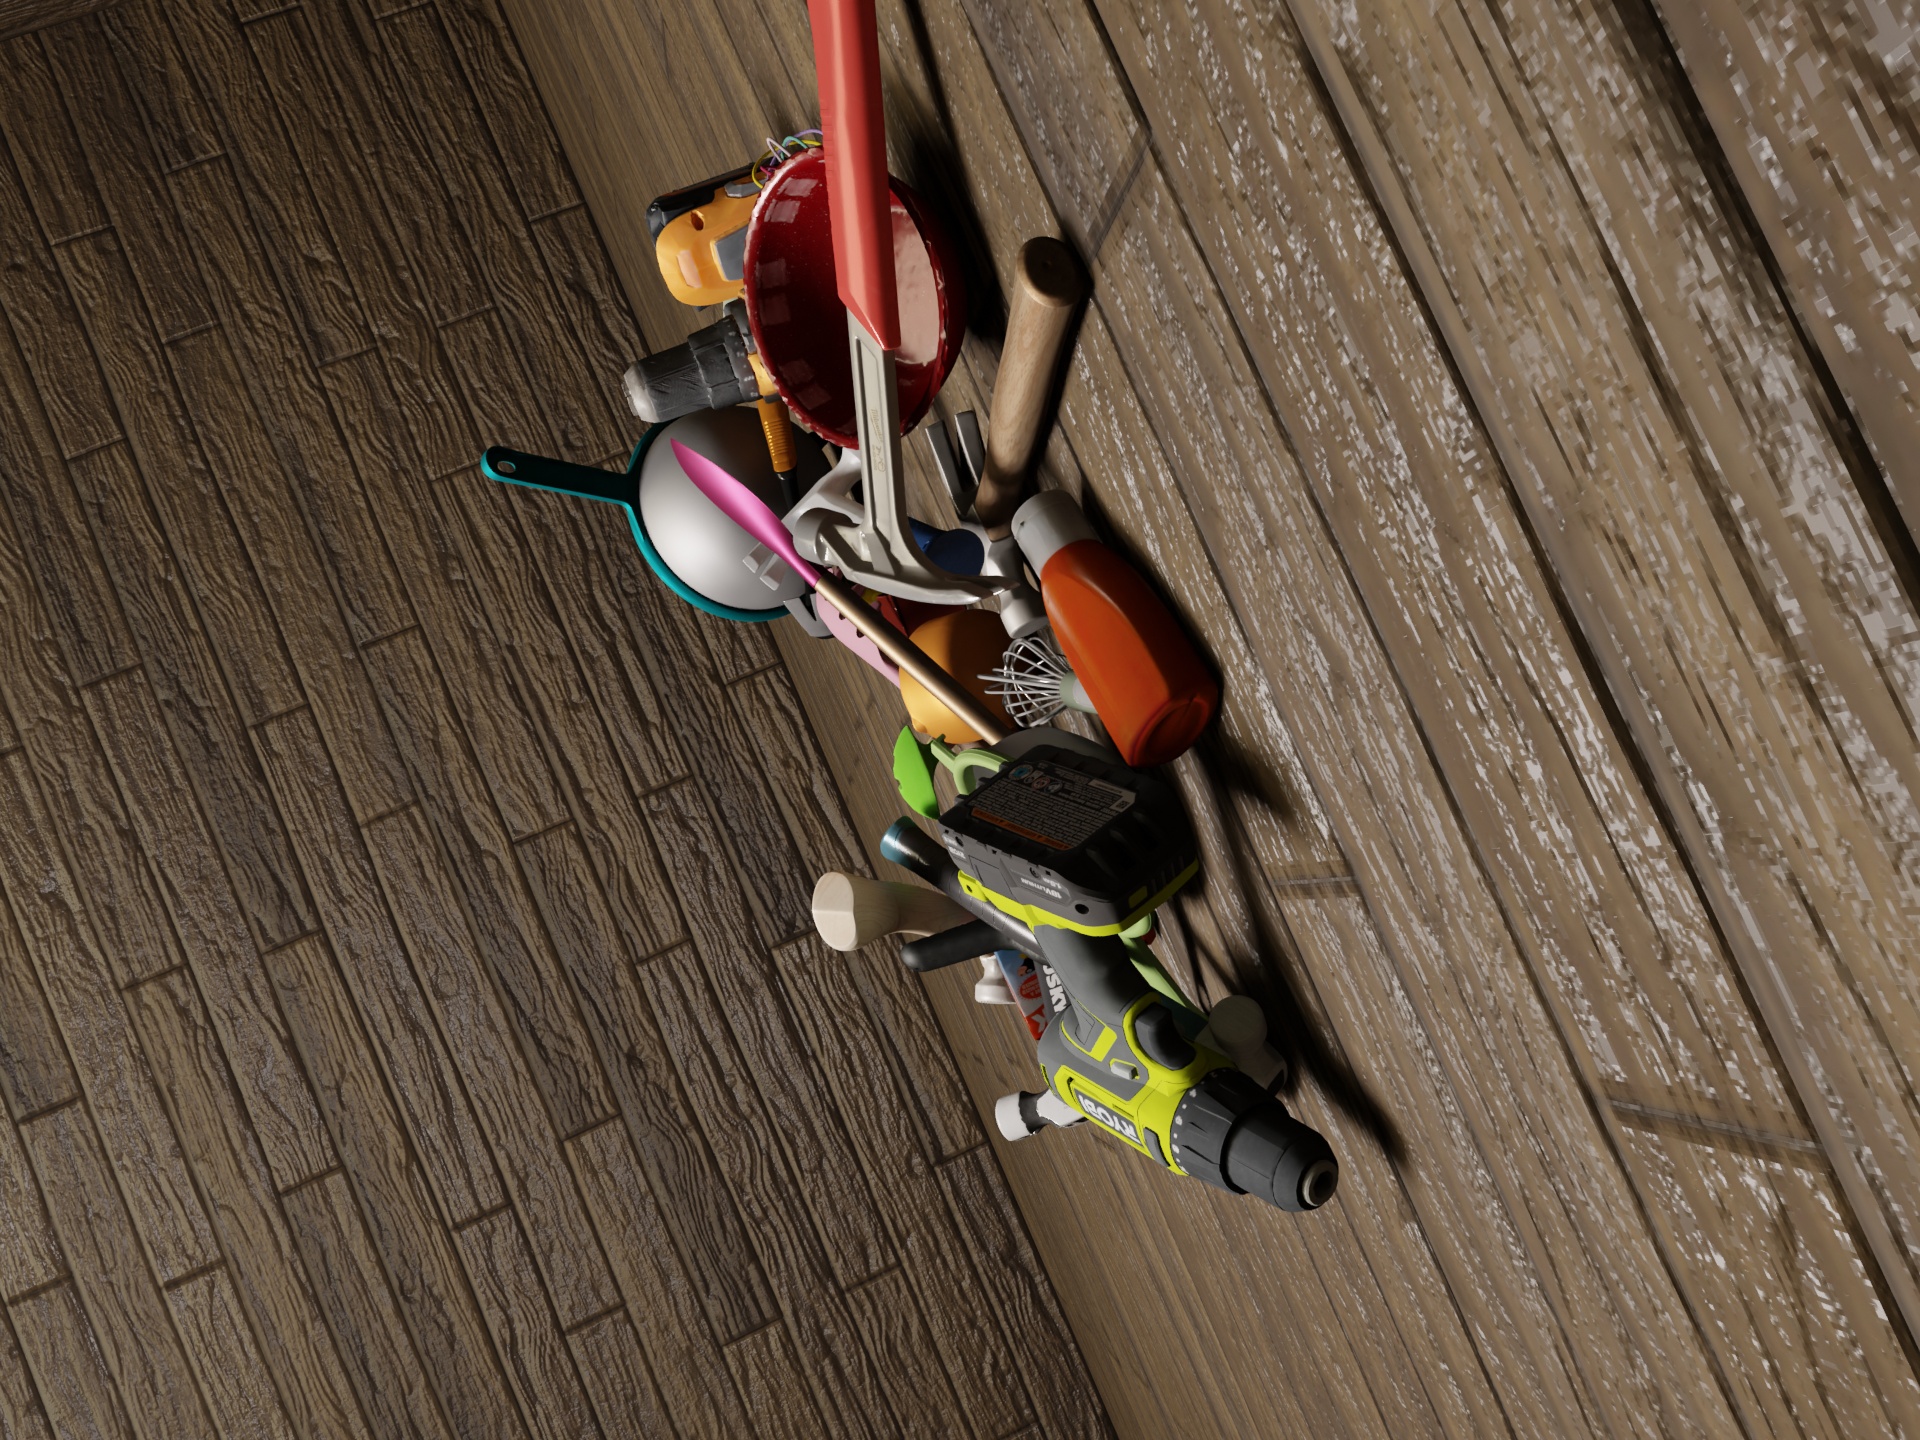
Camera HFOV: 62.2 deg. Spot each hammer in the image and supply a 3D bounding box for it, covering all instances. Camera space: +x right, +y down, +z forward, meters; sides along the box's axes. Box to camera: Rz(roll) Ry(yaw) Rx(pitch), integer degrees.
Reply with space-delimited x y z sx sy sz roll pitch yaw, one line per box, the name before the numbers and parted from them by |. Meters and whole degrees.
hammer | 0.064 0.140 0.985 0.331 0.033 0.128 30 156 39
hammer | 0.027 -0.154 0.844 0.331 0.031 0.130 104 142 -74
hammer | -0.042 -0.236 0.795 0.149 0.036 0.358 18 122 41
hammer | -0.154 -0.238 1.333 0.127 0.034 0.337 58 -162 -82
hammer | -0.020 0.139 1.209 0.410 0.038 0.146 32 -121 -70
hammer | 0.056 0.117 1.139 0.035 0.146 0.335 24 -134 -57
hammer | -0.063 -0.127 1.076 0.035 0.144 0.406 43 179 -20

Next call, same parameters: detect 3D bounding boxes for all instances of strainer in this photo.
strainer | -0.236 -0.208 1.383 0.095 0.340 0.211 -24 64 51
strainer | 0.100 0.090 0.962 0.152 0.069 0.256 16 149 56

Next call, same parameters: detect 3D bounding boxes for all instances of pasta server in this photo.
pasta server | -0.002 -0.004 1.152 0.316 0.040 0.060 43 -170 22

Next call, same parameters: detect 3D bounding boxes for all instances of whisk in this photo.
whisk | 0.065 -0.019 0.916 0.246 0.059 0.058 -167 82 -74
whisk | -0.070 -0.308 0.976 0.245 0.047 0.051 52 141 43

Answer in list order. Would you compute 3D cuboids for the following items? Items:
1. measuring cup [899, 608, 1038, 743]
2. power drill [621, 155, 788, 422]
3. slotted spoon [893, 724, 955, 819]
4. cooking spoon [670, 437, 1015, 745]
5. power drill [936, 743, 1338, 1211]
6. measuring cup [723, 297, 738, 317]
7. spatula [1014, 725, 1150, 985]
measuring cup | 0.037 -0.001 1.068 0.173 0.095 0.052 46 151 -16
power drill | -0.153 -0.287 1.078 0.226 0.185 0.084 -118 9 -45
slotted spoon | -0.015 0.020 1.224 0.314 0.031 0.070 -50 -58 -79
cooking spoon | -0.069 -0.073 1.011 0.319 0.017 0.068 41 169 7
power drill | 0.090 0.136 0.798 0.191 0.080 0.228 18 138 54
measuring cup | -0.172 -0.365 1.275 0.083 0.038 0.168 106 160 -71
spatula | 0.087 0.112 1.172 0.059 0.018 0.316 93 154 -61
